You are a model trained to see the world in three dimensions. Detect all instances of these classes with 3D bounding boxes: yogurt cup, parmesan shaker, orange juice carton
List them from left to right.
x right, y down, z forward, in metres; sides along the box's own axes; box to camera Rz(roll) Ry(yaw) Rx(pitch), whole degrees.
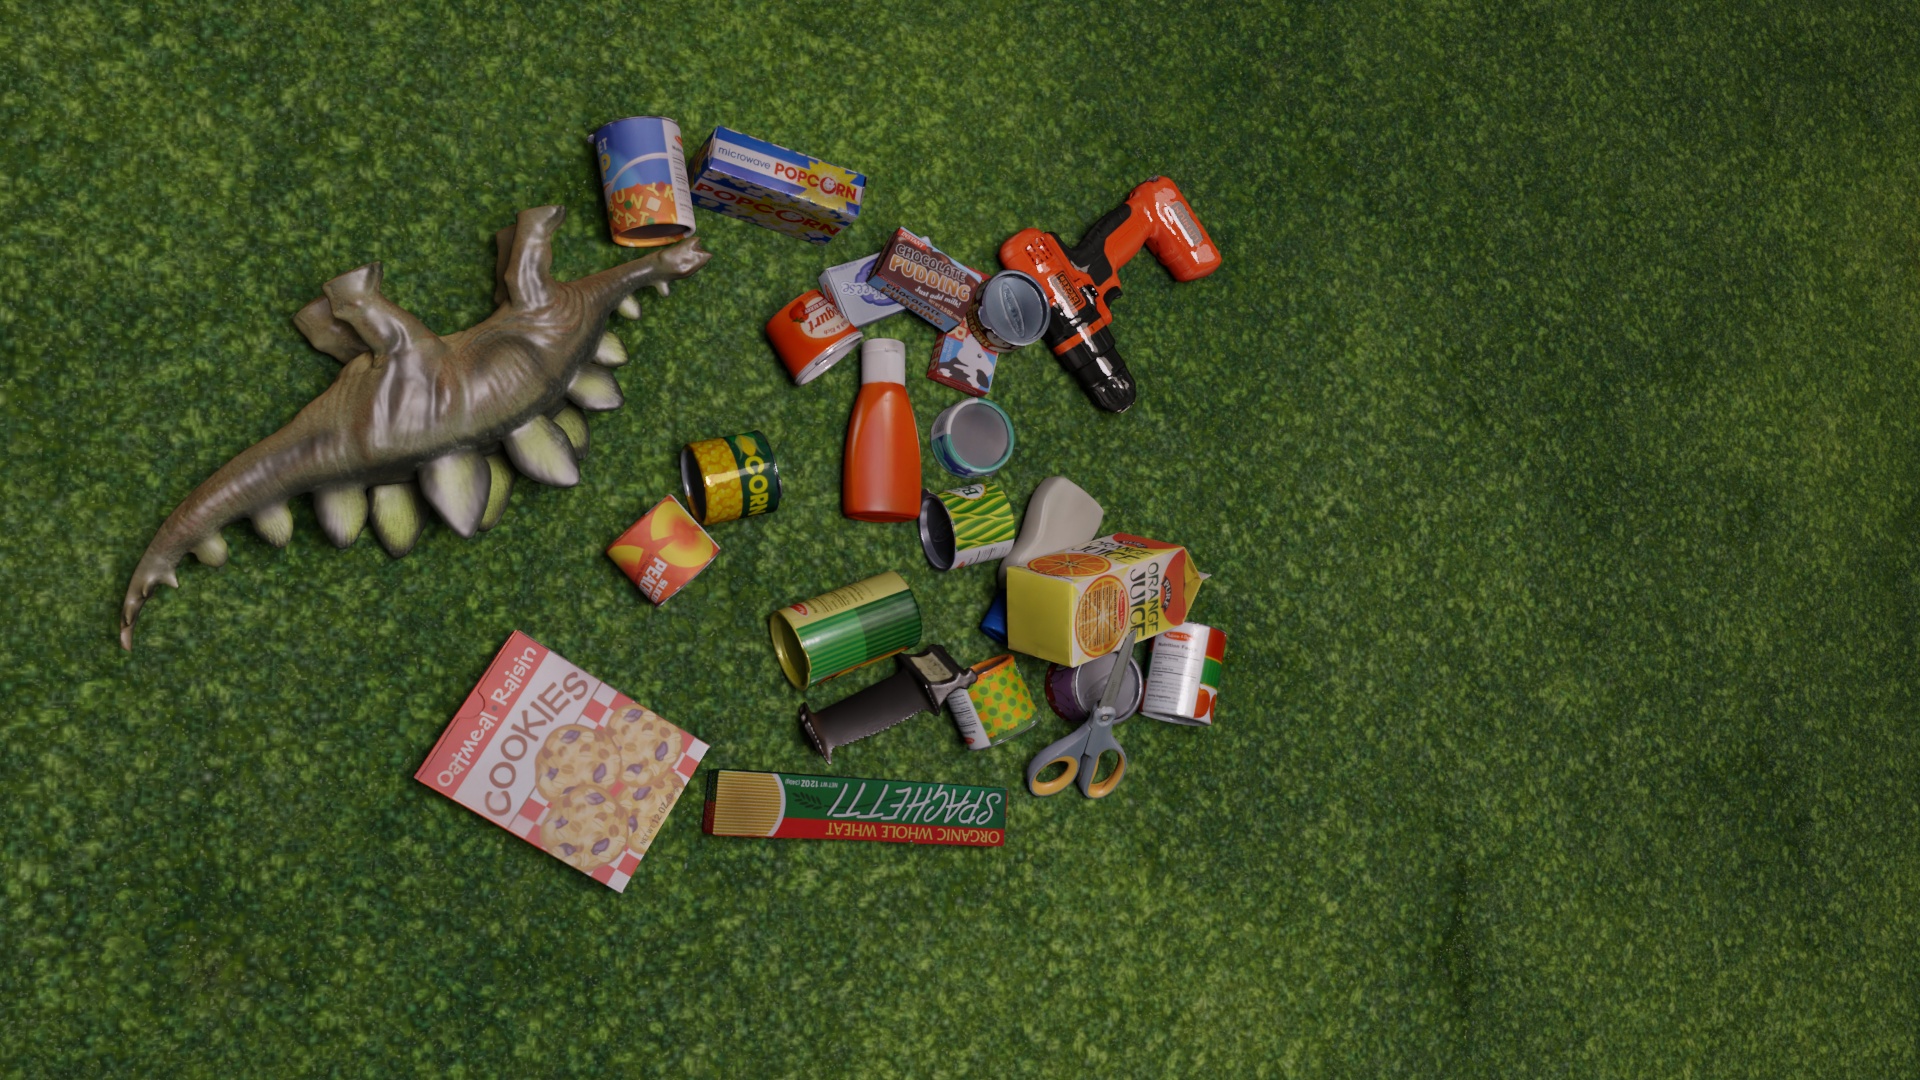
[{"bbox_3d":[-0.121,-0.165,1.120,0.073,0.072,0.054,-38,91,-24],"label":"yogurt cup"},{"bbox_3d":[-0.089,0.071,1.096,0.103,0.071,0.071,-19,91,-26],"label":"parmesan shaker"},{"bbox_3d":[0.129,0.043,1.176,0.193,0.072,0.072,-16,110,-43],"label":"orange juice carton"}]

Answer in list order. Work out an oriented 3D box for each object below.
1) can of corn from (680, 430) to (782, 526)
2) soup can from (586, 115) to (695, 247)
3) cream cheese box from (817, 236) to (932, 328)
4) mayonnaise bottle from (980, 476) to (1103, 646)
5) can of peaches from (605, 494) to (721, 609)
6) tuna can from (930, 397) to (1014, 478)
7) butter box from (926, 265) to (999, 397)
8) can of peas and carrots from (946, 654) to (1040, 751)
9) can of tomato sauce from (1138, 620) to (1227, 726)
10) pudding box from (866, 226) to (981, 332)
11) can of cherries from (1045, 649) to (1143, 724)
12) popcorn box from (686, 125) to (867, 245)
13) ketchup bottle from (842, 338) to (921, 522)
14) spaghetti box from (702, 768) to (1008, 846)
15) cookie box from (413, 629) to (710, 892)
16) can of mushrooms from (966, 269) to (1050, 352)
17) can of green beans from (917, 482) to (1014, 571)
[{"bbox_3d":[-0.177,-0.047,1.072,0.058,0.071,0.071,-13,89,-25],"label":"can of corn"},{"bbox_3d":[-0.247,-0.276,1.076,0.071,0.071,0.084,-8,87,-26],"label":"soup can"},{"bbox_3d":[-0.064,-0.217,1.175,0.104,0.024,0.053,-24,94,-26],"label":"cream cheese box"},{"bbox_3d":[0.066,0.020,1.193,0.064,0.041,0.148,38,70,-25],"label":"mayonnaise bottle"},{"bbox_3d":[-0.225,0.008,1.043,0.071,0.071,0.058,-45,102,-23],"label":"can of peaches"},{"bbox_3d":[0.013,-0.086,1.187,0.071,0.032,0.071,4,81,-24],"label":"tuna can"},{"bbox_3d":[0.009,-0.181,1.204,0.053,0.024,0.103,19,76,-22],"label":"butter box"},{"bbox_3d":[0.026,0.132,1.145,0.071,0.071,0.058,-26,94,-26],"label":"can of peas and carrots"},{"bbox_3d":[0.197,0.118,1.228,0.071,0.071,0.083,17,77,-22],"label":"can of tomato sauce"},{"bbox_3d":[-0.029,-0.217,1.159,0.083,0.030,0.050,30,71,-19],"label":"pudding box"},{"bbox_3d":[0.113,0.122,1.191,0.071,0.058,0.071,3,82,-24],"label":"can of cherries"},{"bbox_3d":[-0.150,-0.282,1.110,0.127,0.085,0.038,13,79,-24],"label":"popcorn box"},{"bbox_3d":[-0.064,-0.091,1.146,0.065,0.043,0.149,4,81,-25],"label":"ketchup bottle"},{"bbox_3d":[-0.078,0.214,1.105,0.250,0.028,0.050,8,80,-24],"label":"spaghetti box"},{"bbox_3d":[-0.287,0.160,1.008,0.167,0.040,0.123,35,70,-17],"label":"cookie box"},{"bbox_3d":[0.039,-0.195,1.187,0.071,0.033,0.071,3,83,-27],"label":"can of mushrooms"},{"bbox_3d":[0.005,-0.012,1.155,0.058,0.071,0.071,-13,88,-26],"label":"can of green beans"}]
